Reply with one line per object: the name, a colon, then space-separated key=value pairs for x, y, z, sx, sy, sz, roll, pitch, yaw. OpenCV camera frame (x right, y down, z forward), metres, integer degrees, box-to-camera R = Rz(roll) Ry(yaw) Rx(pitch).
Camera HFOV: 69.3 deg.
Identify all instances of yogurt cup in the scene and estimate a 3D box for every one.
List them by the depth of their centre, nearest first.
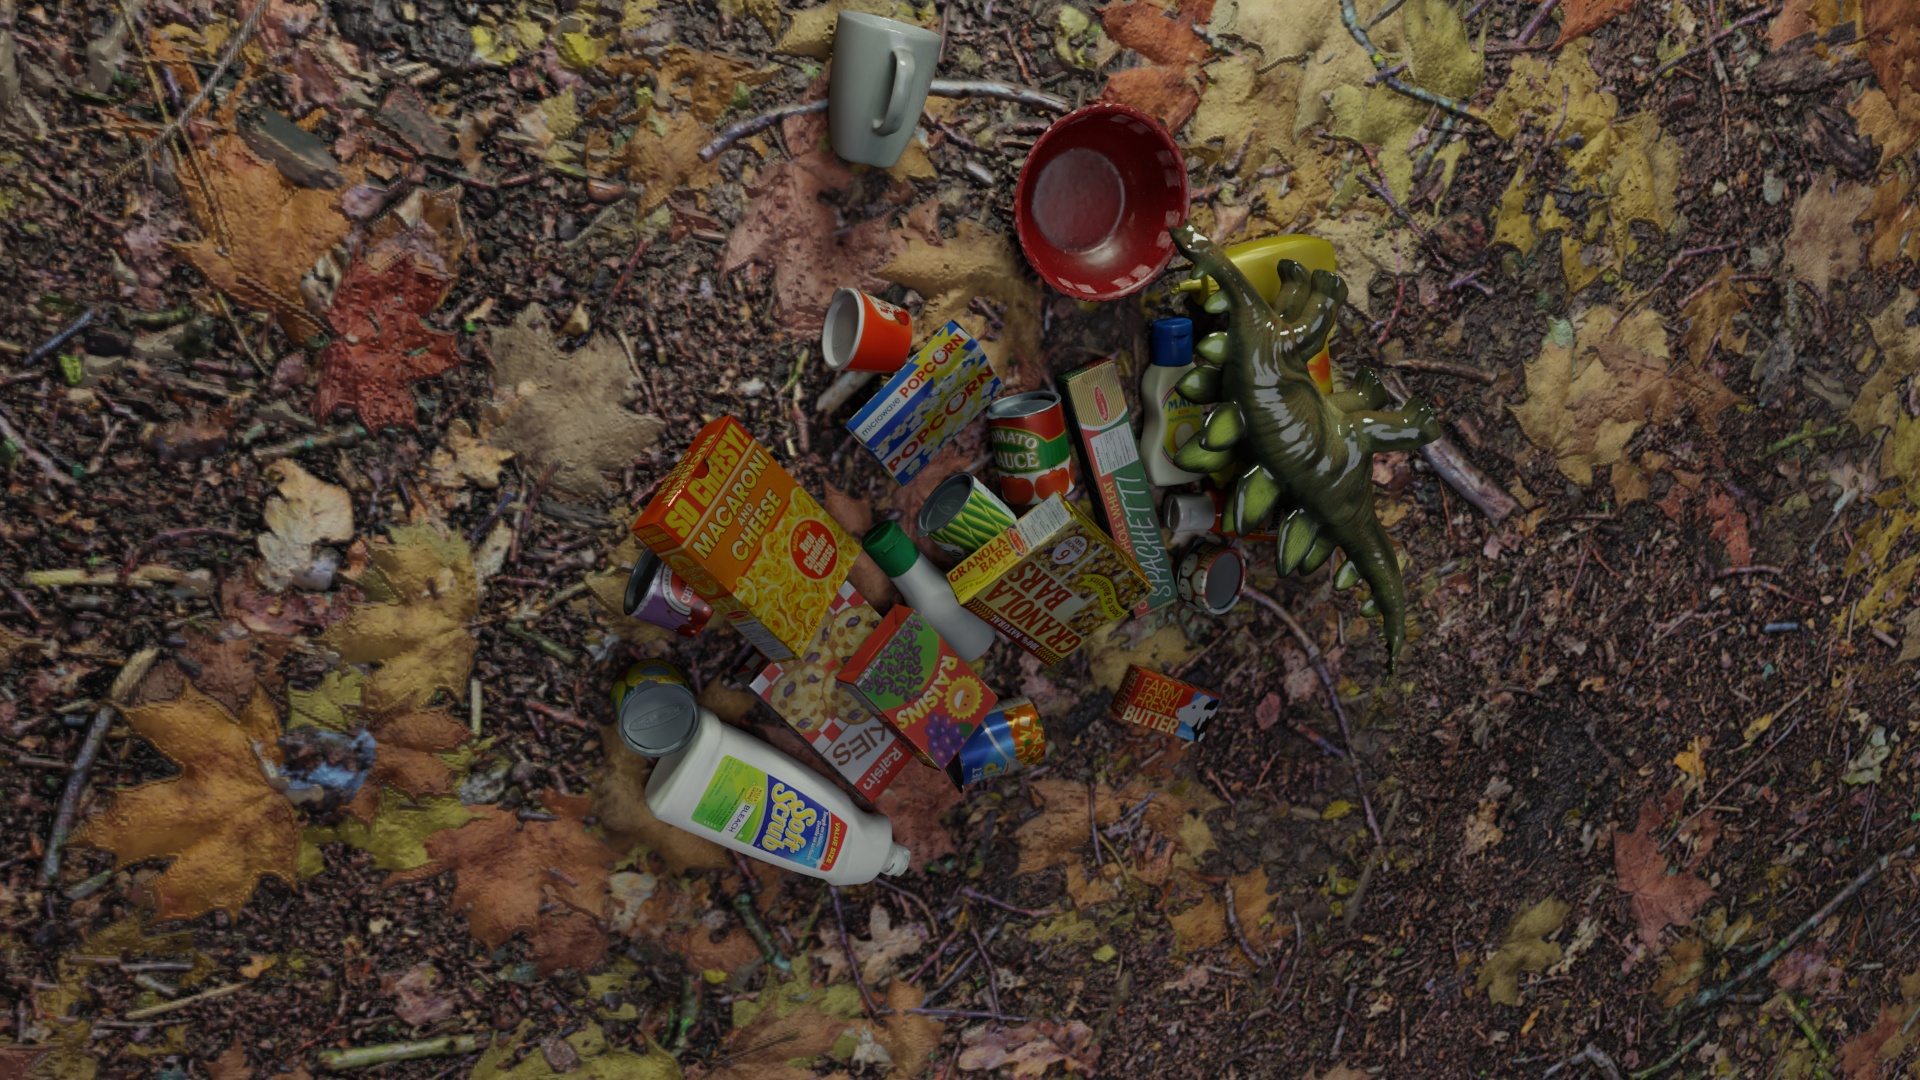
yogurt cup: x=-0.075 y=-0.167 z=1.132 sx=0.054 sy=0.072 sz=0.072 roll=8 pitch=103 yaw=-32

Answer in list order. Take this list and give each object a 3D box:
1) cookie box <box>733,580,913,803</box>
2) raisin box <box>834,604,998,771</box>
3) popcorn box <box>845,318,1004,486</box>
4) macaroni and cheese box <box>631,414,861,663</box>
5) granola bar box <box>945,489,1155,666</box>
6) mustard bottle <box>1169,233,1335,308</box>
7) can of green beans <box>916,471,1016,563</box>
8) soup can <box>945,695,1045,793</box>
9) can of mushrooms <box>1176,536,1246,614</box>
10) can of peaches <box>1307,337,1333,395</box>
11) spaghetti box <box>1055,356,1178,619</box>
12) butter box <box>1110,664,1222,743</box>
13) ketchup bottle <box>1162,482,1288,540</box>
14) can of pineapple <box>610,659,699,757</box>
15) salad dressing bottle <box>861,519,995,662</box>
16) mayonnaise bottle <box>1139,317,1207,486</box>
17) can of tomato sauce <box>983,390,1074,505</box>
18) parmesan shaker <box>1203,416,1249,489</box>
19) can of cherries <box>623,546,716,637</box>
cookie box: x=-0.096 y=0.131 z=1.216 sx=0.123 sy=0.040 sz=0.167 roll=-48 pitch=117 yaw=-16
raisin box: x=-0.037 y=0.128 z=1.204 sx=0.123 sy=0.040 sz=0.086 roll=48 pitch=69 yaw=-25
popcorn box: x=-0.028 y=-0.112 z=1.157 sx=0.127 sy=0.038 sz=0.085 roll=-45 pitch=155 yaw=-3
macaroni and cheese box: x=-0.168 y=-0.001 z=1.126 sx=0.166 sy=0.040 sz=0.124 roll=47 pitch=49 yaw=-26
granola bar box: x=0.082 y=0.038 z=1.218 sx=0.124 sy=0.039 sz=0.165 roll=-37 pitch=142 yaw=12
mustard bottle: x=0.258 y=-0.237 z=1.247 sx=0.160 sy=0.049 sz=0.065 roll=-10 pitch=110 yaw=-17
can of green beans: x=0.006 y=-0.017 z=1.209 sx=0.057 sy=0.071 sz=0.071 roll=41 pitch=89 yaw=-27
soup can: x=0.028 y=0.187 z=1.280 sx=0.084 sy=0.071 sz=0.071 roll=-13 pitch=111 yaw=-17
can of mushrooms: x=0.240 y=0.034 z=1.322 sx=0.071 sy=0.033 sz=0.070 roll=-13 pitch=110 yaw=-38
can of peaches: x=0.306 y=-0.159 z=1.279 sx=0.071 sy=0.071 sz=0.058 roll=-18 pitch=112 yaw=-15
spaghetti box: x=0.145 y=-0.045 z=1.275 sx=0.050 sy=0.029 sz=0.249 roll=-24 pitch=114 yaw=-13
butter box: x=0.203 y=0.161 z=1.364 sx=0.103 sy=0.024 sz=0.053 roll=20 pitch=99 yaw=-25
ketchup bottle: x=0.266 y=-0.030 z=1.318 sx=0.149 sy=0.043 sz=0.064 roll=-4 pitch=112 yaw=-19
can of pineapple: x=-0.256 y=0.137 z=1.159 sx=0.071 sy=0.058 sz=0.070 roll=-7 pitch=109 yaw=-20
salad dressing bottle: x=-0.028 y=0.044 z=1.228 sx=0.064 sy=0.044 sz=0.147 roll=-39 pitch=115 yaw=1
mayonnaise bottle: x=0.193 y=-0.126 z=1.261 sx=0.065 sy=0.041 sz=0.147 roll=-11 pitch=111 yaw=-18
can of tomato sauce: x=0.060 y=-0.080 z=1.209 sx=0.071 sy=0.071 sz=0.082 roll=-18 pitch=113 yaw=-15
parmesan shaker: x=0.284 y=-0.089 z=1.295 sx=0.103 sy=0.071 sz=0.071 roll=-7 pitch=109 yaw=-20
can of cherries: x=-0.233 y=0.039 z=1.130 sx=0.058 sy=0.071 sz=0.071 roll=25 pitch=97 yaw=-26
